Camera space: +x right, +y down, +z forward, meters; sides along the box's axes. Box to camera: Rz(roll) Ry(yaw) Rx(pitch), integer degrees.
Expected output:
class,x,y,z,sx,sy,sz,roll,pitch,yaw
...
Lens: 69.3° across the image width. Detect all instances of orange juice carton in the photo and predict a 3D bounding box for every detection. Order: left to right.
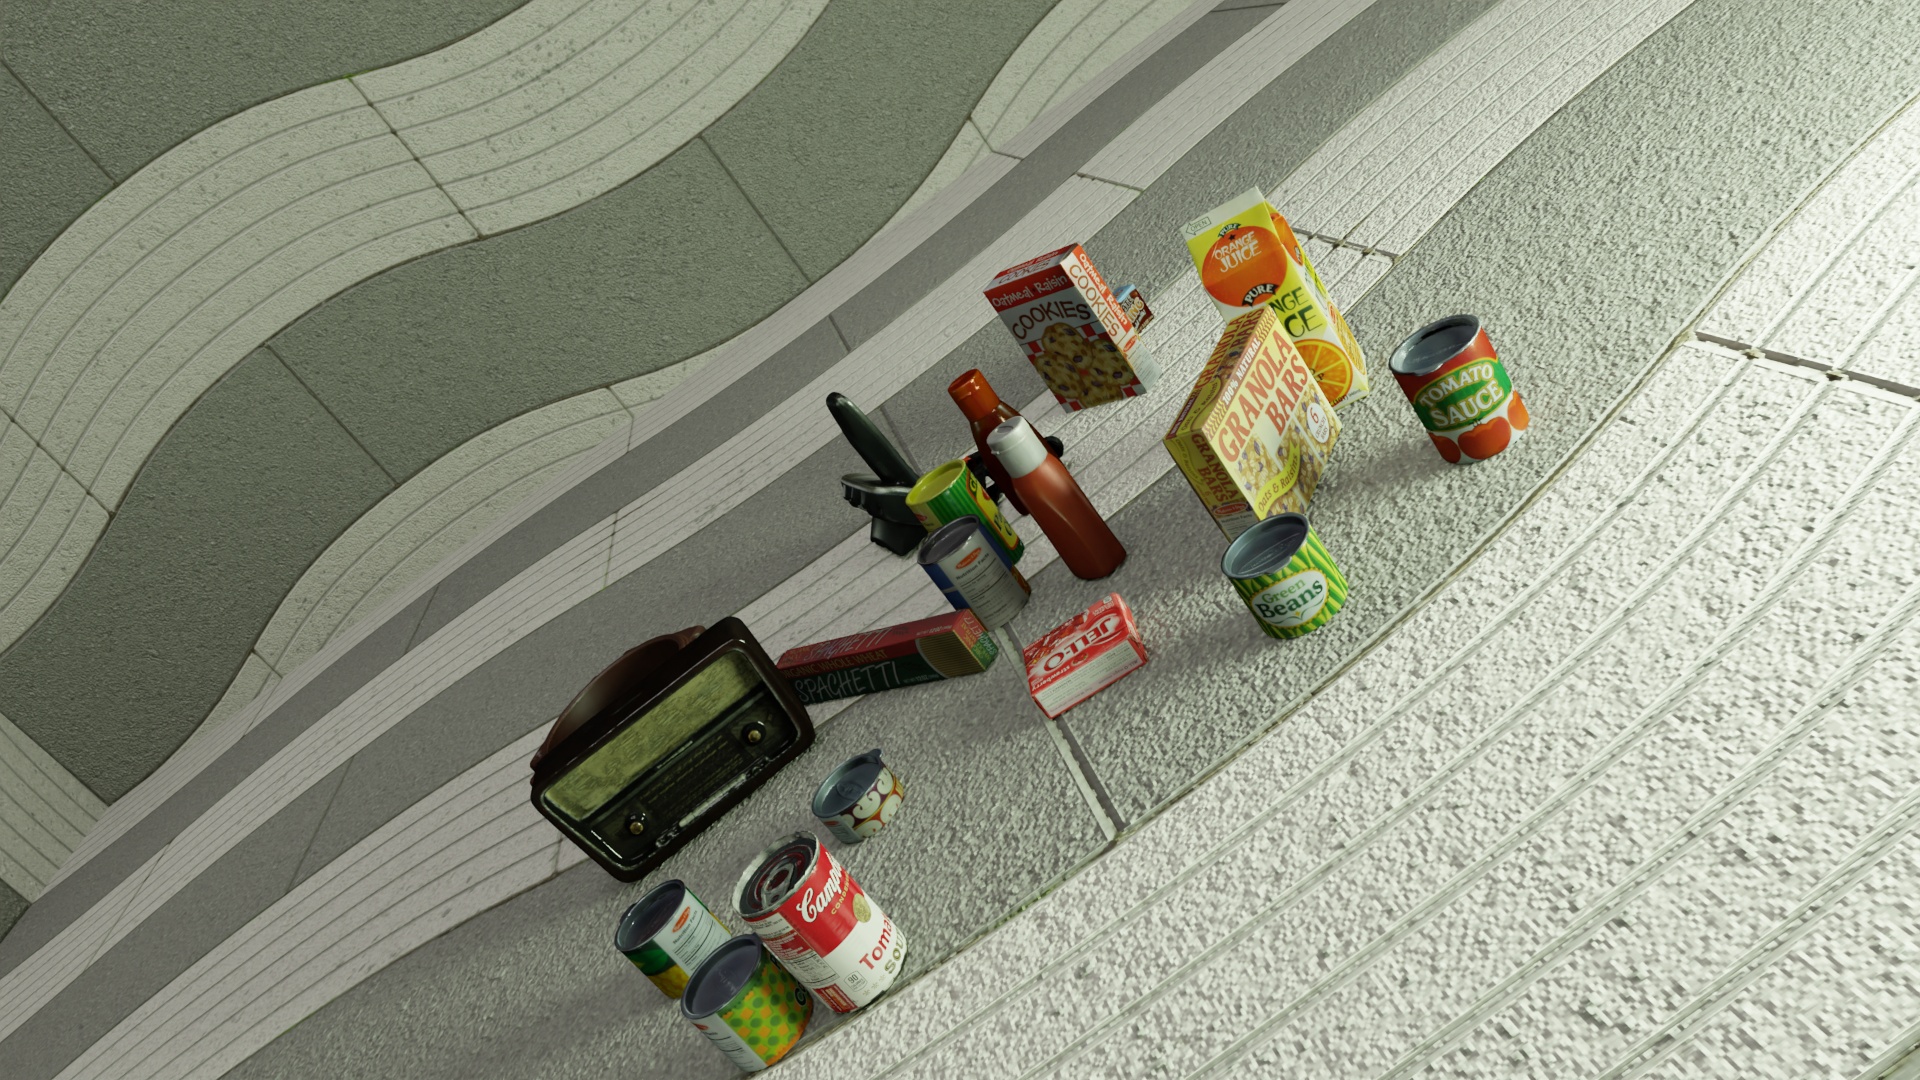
class,x,y,z,sx,sy,sz,roll,pitch,yaw
orange juice carton,0.259,-0.195,1.141,0.071,0.192,0.073,-27,23,26

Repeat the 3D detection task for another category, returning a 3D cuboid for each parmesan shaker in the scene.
class,x,y,z,sx,sy,sz,roll,pitch,yaw
parmesan shaker,0.005,-0.016,1.291,0.071,0.103,0.071,-32,22,14

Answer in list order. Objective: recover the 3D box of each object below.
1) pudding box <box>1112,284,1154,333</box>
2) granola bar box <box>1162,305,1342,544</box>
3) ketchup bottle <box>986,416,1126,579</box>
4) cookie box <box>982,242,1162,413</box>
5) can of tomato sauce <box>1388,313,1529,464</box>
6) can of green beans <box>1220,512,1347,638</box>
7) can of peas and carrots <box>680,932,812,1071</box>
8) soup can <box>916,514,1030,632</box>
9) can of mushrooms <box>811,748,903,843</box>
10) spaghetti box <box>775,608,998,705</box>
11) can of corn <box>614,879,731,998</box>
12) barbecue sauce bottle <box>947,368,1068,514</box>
class,x,y,z,sx,sy,sz,roll,pitch,yaw
pudding box,0.176,-0.246,1.574,0.084,0.049,0.030,-47,23,-25
granola bar box,0.225,-0.081,1.054,0.039,0.124,0.166,-17,29,42
ketchup bottle,0.077,-0.035,1.154,0.044,0.148,0.064,-44,22,-16
cookie box,0.116,-0.219,1.448,0.122,0.167,0.040,-9,34,51
can of tomato sauce,0.347,-0.104,0.966,0.071,0.083,0.071,-32,22,14
can of green beans,0.219,0.024,0.937,0.071,0.057,0.071,-31,22,14
can of peas and carrots,-0.138,0.302,0.914,0.071,0.058,0.071,-31,22,14
soup can,0.011,0.029,1.214,0.071,0.083,0.071,-32,22,14
can of mushrooms,-0.077,0.197,1.072,0.071,0.033,0.071,-31,22,14
spaghetti box,-0.073,0.106,1.230,0.249,0.050,0.029,-16,29,43
can of corn,-0.216,0.299,1.043,0.071,0.058,0.071,-31,22,14
barbecue sauce bottle,0.044,-0.096,1.333,0.064,0.148,0.044,-27,23,26
